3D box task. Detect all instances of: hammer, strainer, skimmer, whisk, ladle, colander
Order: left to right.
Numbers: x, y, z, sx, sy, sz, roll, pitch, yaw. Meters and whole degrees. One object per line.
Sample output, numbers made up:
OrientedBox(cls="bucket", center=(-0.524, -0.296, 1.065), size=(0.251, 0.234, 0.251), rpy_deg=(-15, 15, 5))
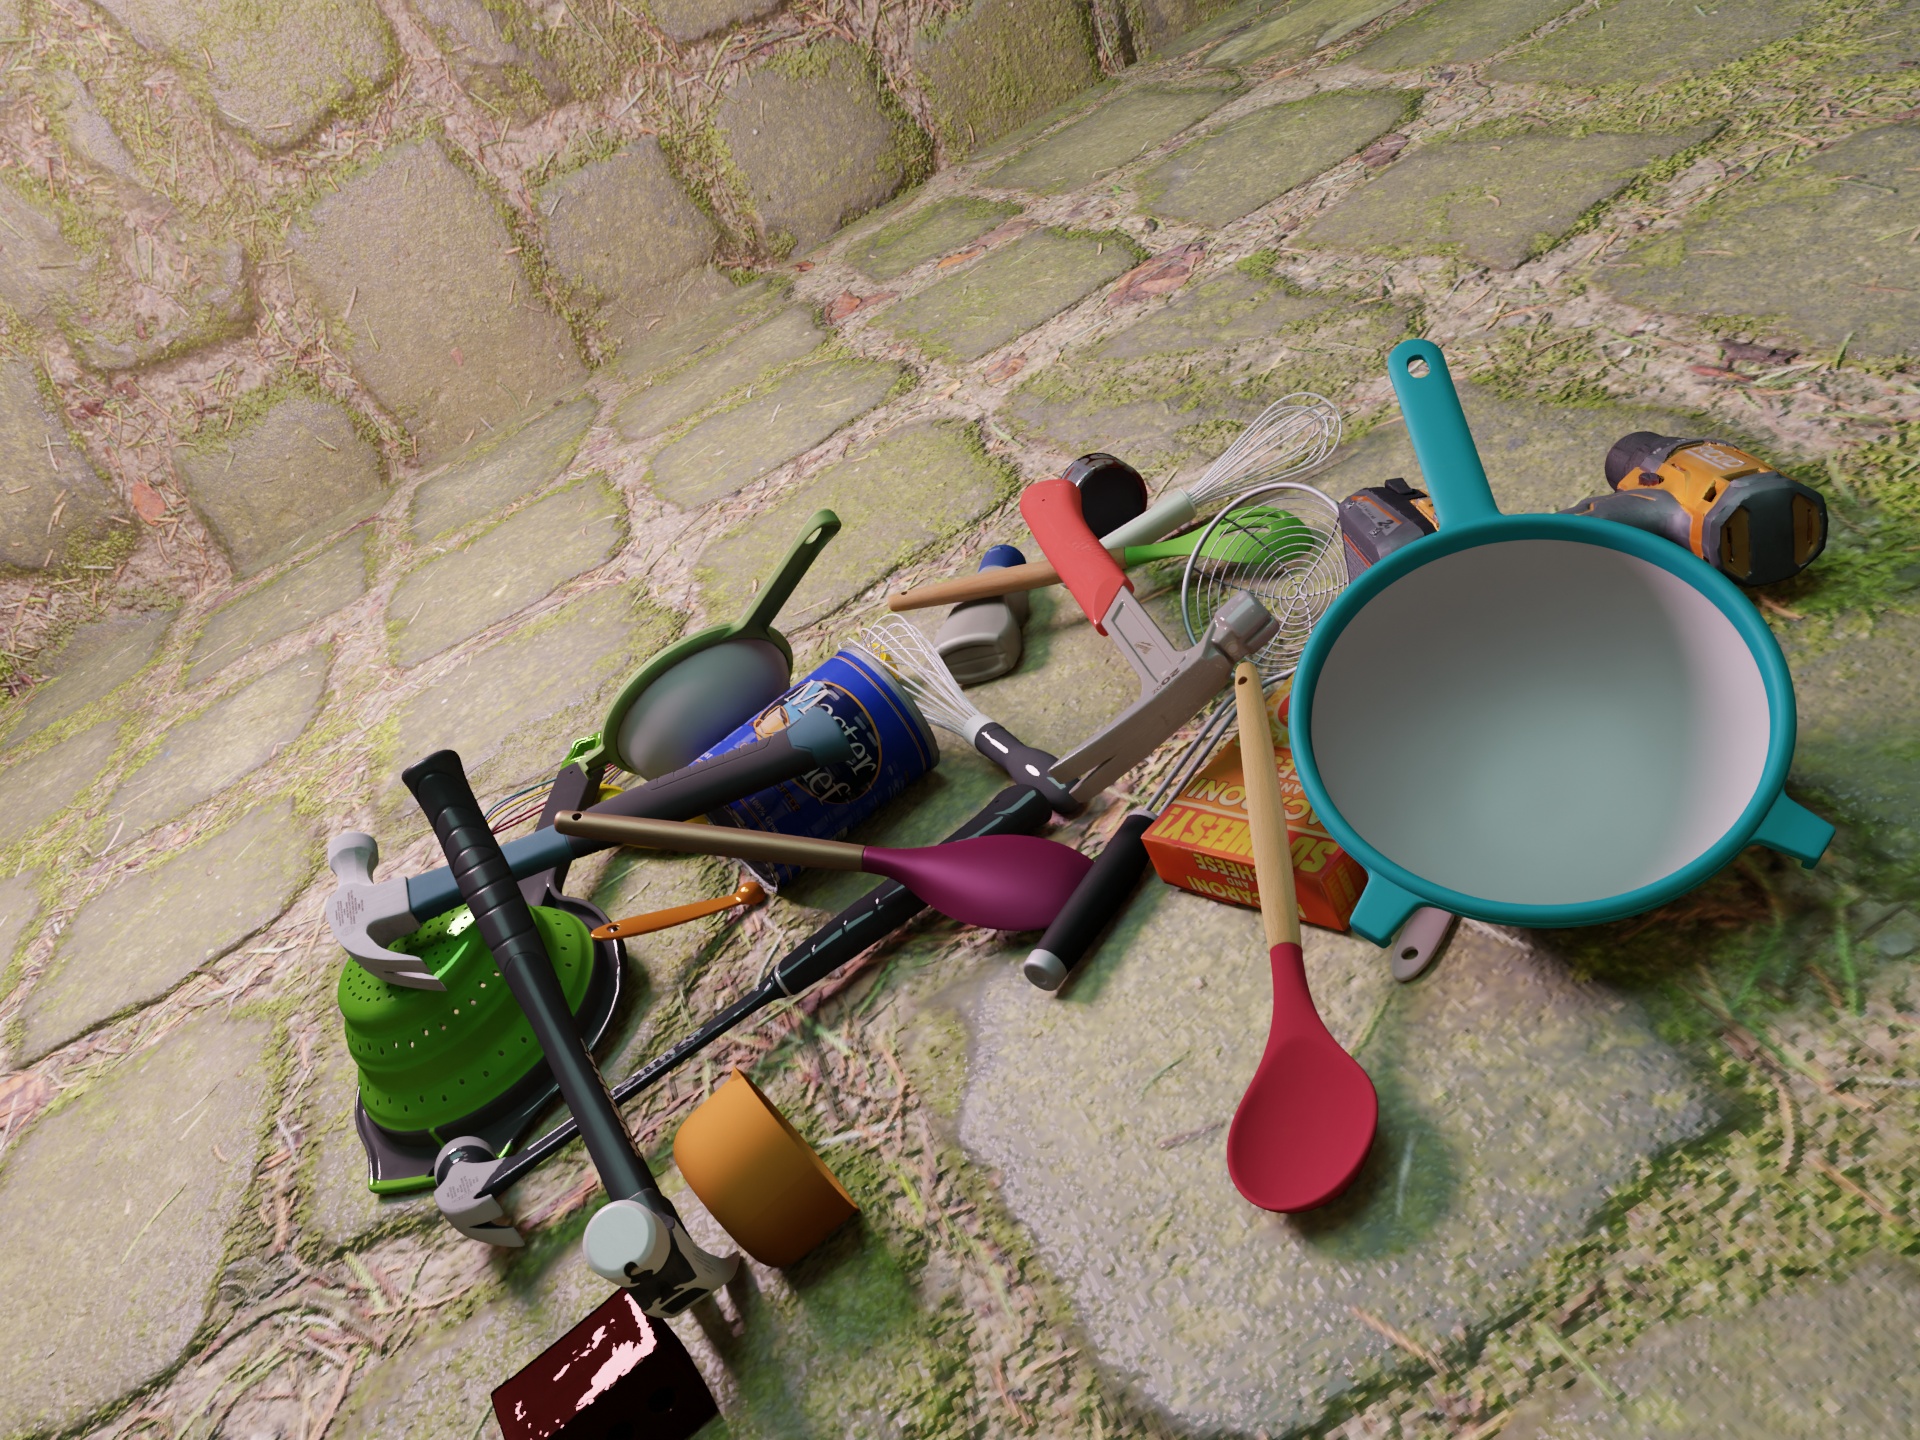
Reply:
OrientedBox(cls="colander", center=(-0.316, 0.118, 1.071), size=(0.204, 0.094, 0.397), rpy_deg=(-17, 37, 19))
OrientedBox(cls="hammer", center=(-0.204, 0.142, 0.787), size=(0.035, 0.146, 0.335), rpy_deg=(-32, 60, -7))
OrientedBox(cls="hammer", center=(-0.225, 0.066, 0.970), size=(0.331, 0.033, 0.128), rpy_deg=(-22, 47, -3))
OrientedBox(cls="whisk", center=(-0.288, 0.036, 1.292), size=(0.245, 0.051, 0.047), rpy_deg=(-36, 22, -20))
OrientedBox(cls="strainer", center=(-0.141, -0.030, 1.088), size=(0.151, 0.069, 0.256), rpy_deg=(-3, -40, -50))
OrientedBox(cls="hammer", center=(-0.114, 0.157, 0.906), size=(0.409, 0.036, 0.149), rpy_deg=(-34, 11, -17))
OrientedBox(cls="whisk", center=(-0.003, -0.004, 1.067), size=(0.070, 0.070, 0.285), rpy_deg=(-36, 36, -14))
OrientedBox(cls="hammer", center=(0.083, -0.079, 1.025), size=(0.149, 0.036, 0.359), rpy_deg=(-41, 25, 9))
OrientedBox(cls="skimmer", center=(0.124, -0.003, 0.920), size=(0.127, 0.090, 0.363), rpy_deg=(1, 39, 43))
OrientedBox(cls="whisk", center=(0.179, -0.170, 1.205), size=(0.246, 0.059, 0.057), rpy_deg=(-32, -11, 3))
OrientedBox(cls="ladle", center=(0.148, 0.087, 0.747), size=(0.069, 0.031, 0.316), rpy_deg=(-24, 41, 25))
OrientedBox(cls="strainer", center=(0.259, -0.039, 0.772), size=(0.211, 0.095, 0.341), rpy_deg=(-13, 55, 12))

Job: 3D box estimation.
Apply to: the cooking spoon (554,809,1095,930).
OrientedBox(cls="cooking spoon", center=(-0.080, 0.077, 0.912), size=(0.319, 0.017, 0.069), rpy_deg=(6, 47, 8))

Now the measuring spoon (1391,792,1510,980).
OrientedBox(cls="measuring spoon", center=(0.232, 0.076, 0.766), size=(0.034, 0.018, 0.124), rpy_deg=(-1, 39, 42))

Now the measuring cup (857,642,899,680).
OrientedBox(cls="measuring cup", center=(-0.110, 0.003, 1.210), size=(0.156, 0.029, 0.062), rpy_deg=(-41, 33, 2))

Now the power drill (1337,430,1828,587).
OrientedBox(cls="power drill", center=(0.335, -0.111, 0.901), size=(0.226, 0.084, 0.185), rpy_deg=(-12, 22, 5))

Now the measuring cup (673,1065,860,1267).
OrientedBox(cls="measuring cup", center=(-0.108, 0.216, 0.797), size=(0.052, 0.095, 0.174), rpy_deg=(-41, 11, -13))

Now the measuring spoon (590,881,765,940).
OrientedBox(cls="measuring spoon", center=(-0.182, 0.122, 1.030), size=(0.117, 0.011, 0.021), rpy_deg=(-13, 28, -23))

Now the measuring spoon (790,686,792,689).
OrientedBox(cls="measuring spoon", center=(-0.115, 0.004, 1.171), size=(0.042, 0.021, 0.129), rpy_deg=(-44, 42, 2))

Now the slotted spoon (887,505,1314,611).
OrientedBox(cls="slotted spoon", center=(0.095, -0.112, 1.148), size=(0.314, 0.031, 0.070), rpy_deg=(-10, 33, 17))
